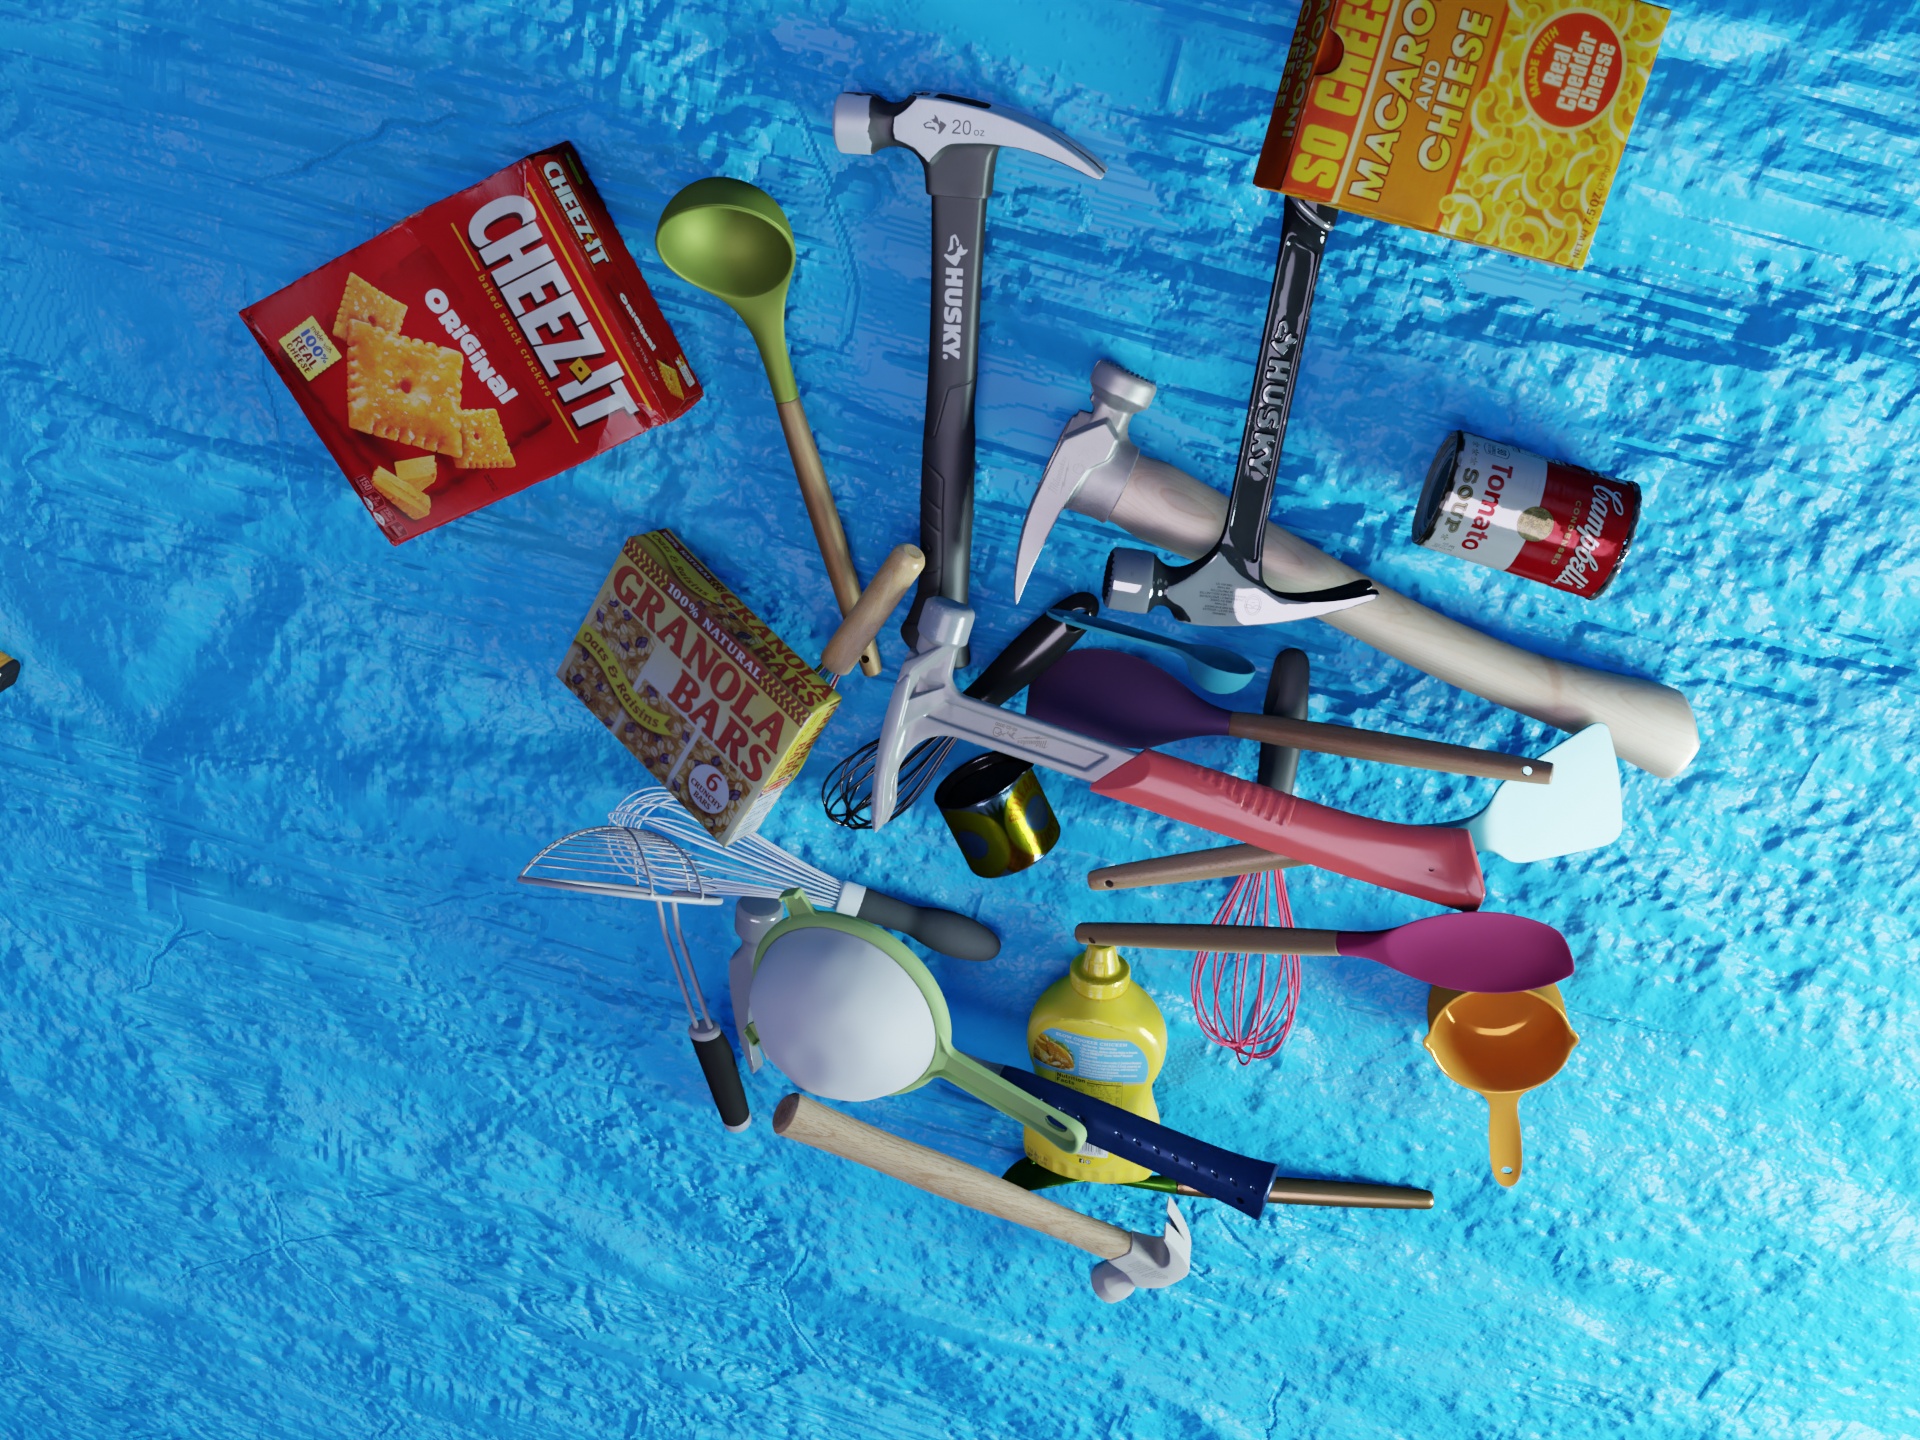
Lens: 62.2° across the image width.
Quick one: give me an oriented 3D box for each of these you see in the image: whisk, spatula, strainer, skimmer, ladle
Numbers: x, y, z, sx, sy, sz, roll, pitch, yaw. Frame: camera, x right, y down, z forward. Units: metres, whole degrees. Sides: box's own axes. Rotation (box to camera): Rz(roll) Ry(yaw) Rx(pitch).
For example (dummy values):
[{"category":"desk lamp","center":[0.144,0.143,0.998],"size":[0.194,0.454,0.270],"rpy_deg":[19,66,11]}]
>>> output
[{"category":"whisk","center":[0.193,0.092,1.013],"size":[0.073,0.073,0.295],"rpy_deg":[7,114,9]},{"category":"whisk","center":[-0.107,0.112,1.093],"size":[0.284,0.070,0.070],"rpy_deg":[20,120,-5]},{"category":"whisk","center":[-0.002,-0.004,1.012],"size":[0.055,0.055,0.239],"rpy_deg":[44,113,-12]},{"category":"spatula","center":[0.231,0.070,0.956],"size":[0.317,0.044,0.082],"rpy_deg":[-10,117,18]},{"category":"strainer","center":[-0.041,0.230,1.049],"size":[0.256,0.069,0.151],"rpy_deg":[27,126,13]},{"category":"spatula","center":[0.187,0.003,0.947],"size":[0.316,0.018,0.060],"rpy_deg":[10,95,22]},{"category":"skimmer","center":[-0.199,0.198,1.085],"size":[0.127,0.090,0.362],"rpy_deg":[5,134,14]},{"category":"ladle","center":[-0.099,-0.161,0.941],"size":[0.078,0.062,0.320],"rpy_deg":[-5,119,20]},{"category":"whisk","center":[-0.092,-0.023,1.004],"size":[0.047,0.051,0.245],"rpy_deg":[38,126,-1]}]

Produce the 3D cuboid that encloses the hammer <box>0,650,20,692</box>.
[{"category":"hammer","center":[-0.816,-0.134,1.122],"size":[0.336,0.034,0.127],"rpy_deg":[38,120,-9]}]

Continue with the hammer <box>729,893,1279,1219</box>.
[{"category":"hammer","center":[0.017,0.248,1.096],"size":[0.405,0.035,0.144],"rpy_deg":[20,123,18]}]

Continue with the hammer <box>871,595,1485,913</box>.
[{"category":"hammer","center":[0.125,0.049,0.935],"size":[0.359,0.037,0.149],"rpy_deg":[19,106,10]}]

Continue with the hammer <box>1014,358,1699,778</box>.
[{"category":"hammer","center":[0.233,-0.055,0.922],"size":[0.410,0.038,0.146],"rpy_deg":[25,105,-4]}]

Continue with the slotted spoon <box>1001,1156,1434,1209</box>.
[{"category":"slotted spoon","center":[0.183,0.338,1.157],"size":[0.314,0.070,0.031],"rpy_deg":[2,82,6]}]

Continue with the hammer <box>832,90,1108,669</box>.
[{"category":"hammer","center":[0.000,-0.182,0.919],"size":[0.146,0.035,0.334],"rpy_deg":[8,119,9]}]

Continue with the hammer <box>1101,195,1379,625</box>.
[{"category":"hammer","center":[0.181,-0.241,0.817],"size":[0.149,0.036,0.408],"rpy_deg":[8,111,-1]}]

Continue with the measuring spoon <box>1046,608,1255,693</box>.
[{"category":"measuring spoon","center":[0.111,-0.040,0.947],"size":[0.128,0.042,0.021],"rpy_deg":[17,113,7]}]

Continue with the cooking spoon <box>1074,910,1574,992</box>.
[{"category":"cooking spoon","center":[0.207,0.134,0.966],"size":[0.319,0.017,0.068],"rpy_deg":[-4,130,36]}]

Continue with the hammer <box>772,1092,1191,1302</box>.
[{"category":"hammer","center":[0.021,0.330,1.109],"size":[0.331,0.031,0.130],"rpy_deg":[28,137,-20]}]

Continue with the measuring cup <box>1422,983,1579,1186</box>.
[{"category":"measuring cup","center":[0.357,0.230,1.055],"size":[0.095,0.052,0.173],"rpy_deg":[-5,118,15]}]
